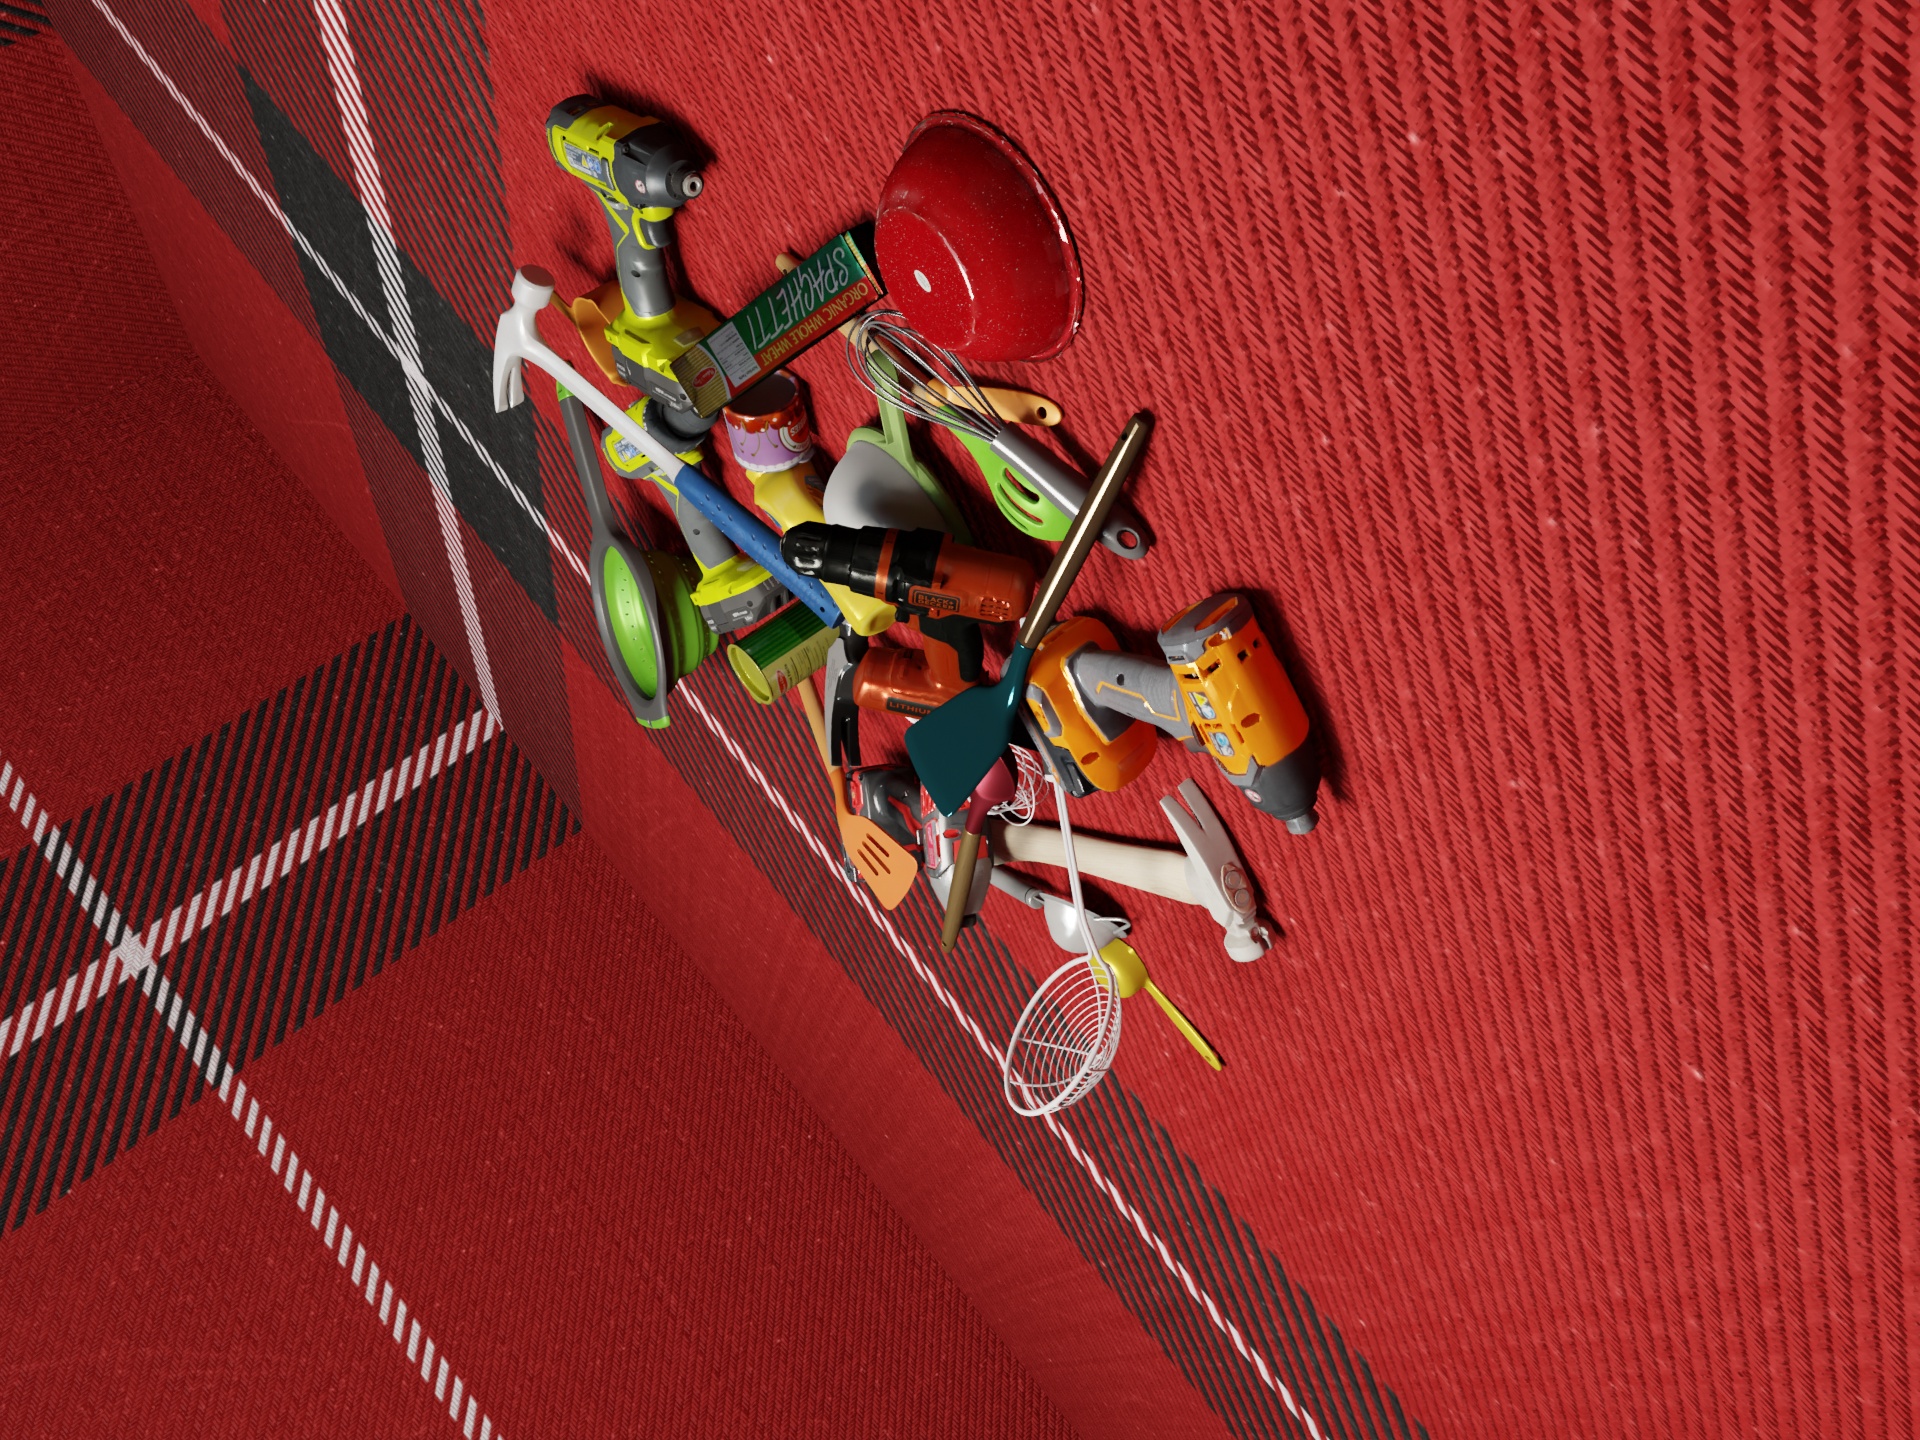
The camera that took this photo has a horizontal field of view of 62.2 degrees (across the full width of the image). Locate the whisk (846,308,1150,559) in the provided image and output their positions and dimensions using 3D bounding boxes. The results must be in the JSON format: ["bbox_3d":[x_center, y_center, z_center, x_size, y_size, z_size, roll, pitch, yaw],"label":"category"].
[{"bbox_3d":[0.025,-0.180,1.021,0.239,0.055,0.055,39,156,2],"label":"whisk"}]

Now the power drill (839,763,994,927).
[{"bbox_3d":[-0.038,0.112,1.498,0.220,0.078,0.143,5,102,63],"label":"power drill"}]

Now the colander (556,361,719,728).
[{"bbox_3d":[-0.342,-0.193,1.716,0.204,0.094,0.397,2,108,62],"label":"colander"}]

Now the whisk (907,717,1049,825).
[{"bbox_3d":[-0.022,0.006,1.409,0.285,0.070,0.070,39,154,42],"label":"whisk"}]

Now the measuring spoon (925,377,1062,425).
[{"bbox_3d":[0.019,-0.208,1.045,0.117,0.011,0.021,20,123,38],"label":"measuring spoon"}]

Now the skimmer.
[{"bbox_3d":[0.056,0.106,1.181,0.127,0.090,0.363,-179,79,-68],"label":"skimmer"}]

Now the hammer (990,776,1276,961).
[{"bbox_3d":[0.099,0.104,1.340,0.411,0.038,0.146,4,126,61],"label":"hammer"}]

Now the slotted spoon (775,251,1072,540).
[{"bbox_3d":[-0.029,-0.231,1.112,0.314,0.031,0.070,46,150,19],"label":"slotted spoon"}]

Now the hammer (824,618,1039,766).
[{"bbox_3d":[-0.002,-0.004,1.315,0.335,0.035,0.146,16,100,46],"label":"hammer"}]

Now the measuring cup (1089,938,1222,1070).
[{"bbox_3d":[0.173,0.261,1.431,0.157,0.029,0.062,48,157,16],"label":"measuring cup"}]

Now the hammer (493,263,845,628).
[{"bbox_3d":[-0.255,-0.220,1.399,0.405,0.035,0.144,41,132,6],"label":"hammer"}]

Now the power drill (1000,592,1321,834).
[{"bbox_3d":[0.139,0.002,1.060,0.226,0.084,0.164,0,124,58],"label":"power drill"}]

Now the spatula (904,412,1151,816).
[{"bbox_3d":[0.045,-0.069,1.035,0.082,0.044,0.317,62,141,35],"label":"spatula"}]

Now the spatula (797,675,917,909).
[{"bbox_3d":[-0.117,0.031,1.527,0.081,0.041,0.323,-61,41,44],"label":"spatula"}]

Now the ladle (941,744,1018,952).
[{"bbox_3d":[0.008,0.106,1.321,0.069,0.031,0.315,44,147,25],"label":"ladle"}]

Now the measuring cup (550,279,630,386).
[{"bbox_3d":[-0.329,-0.376,1.446,0.174,0.052,0.095,43,156,27],"label":"measuring cup"}]

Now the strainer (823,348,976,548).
[{"bbox_3d":[-0.062,-0.170,1.169,0.152,0.069,0.256,45,164,23],"label":"strainer"}]

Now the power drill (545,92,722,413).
[{"bbox_3d":[-0.240,-0.366,1.259,0.171,0.080,0.223,35,149,37],"label":"power drill"}]

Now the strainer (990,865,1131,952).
[{"bbox_3d":[0.074,0.169,1.471,0.086,0.050,0.259,34,174,-29],"label":"strainer"}]

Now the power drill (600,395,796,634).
[{"bbox_3d":[-0.234,-0.203,1.485,0.190,0.080,0.228,-7,115,58],"label":"power drill"}]
